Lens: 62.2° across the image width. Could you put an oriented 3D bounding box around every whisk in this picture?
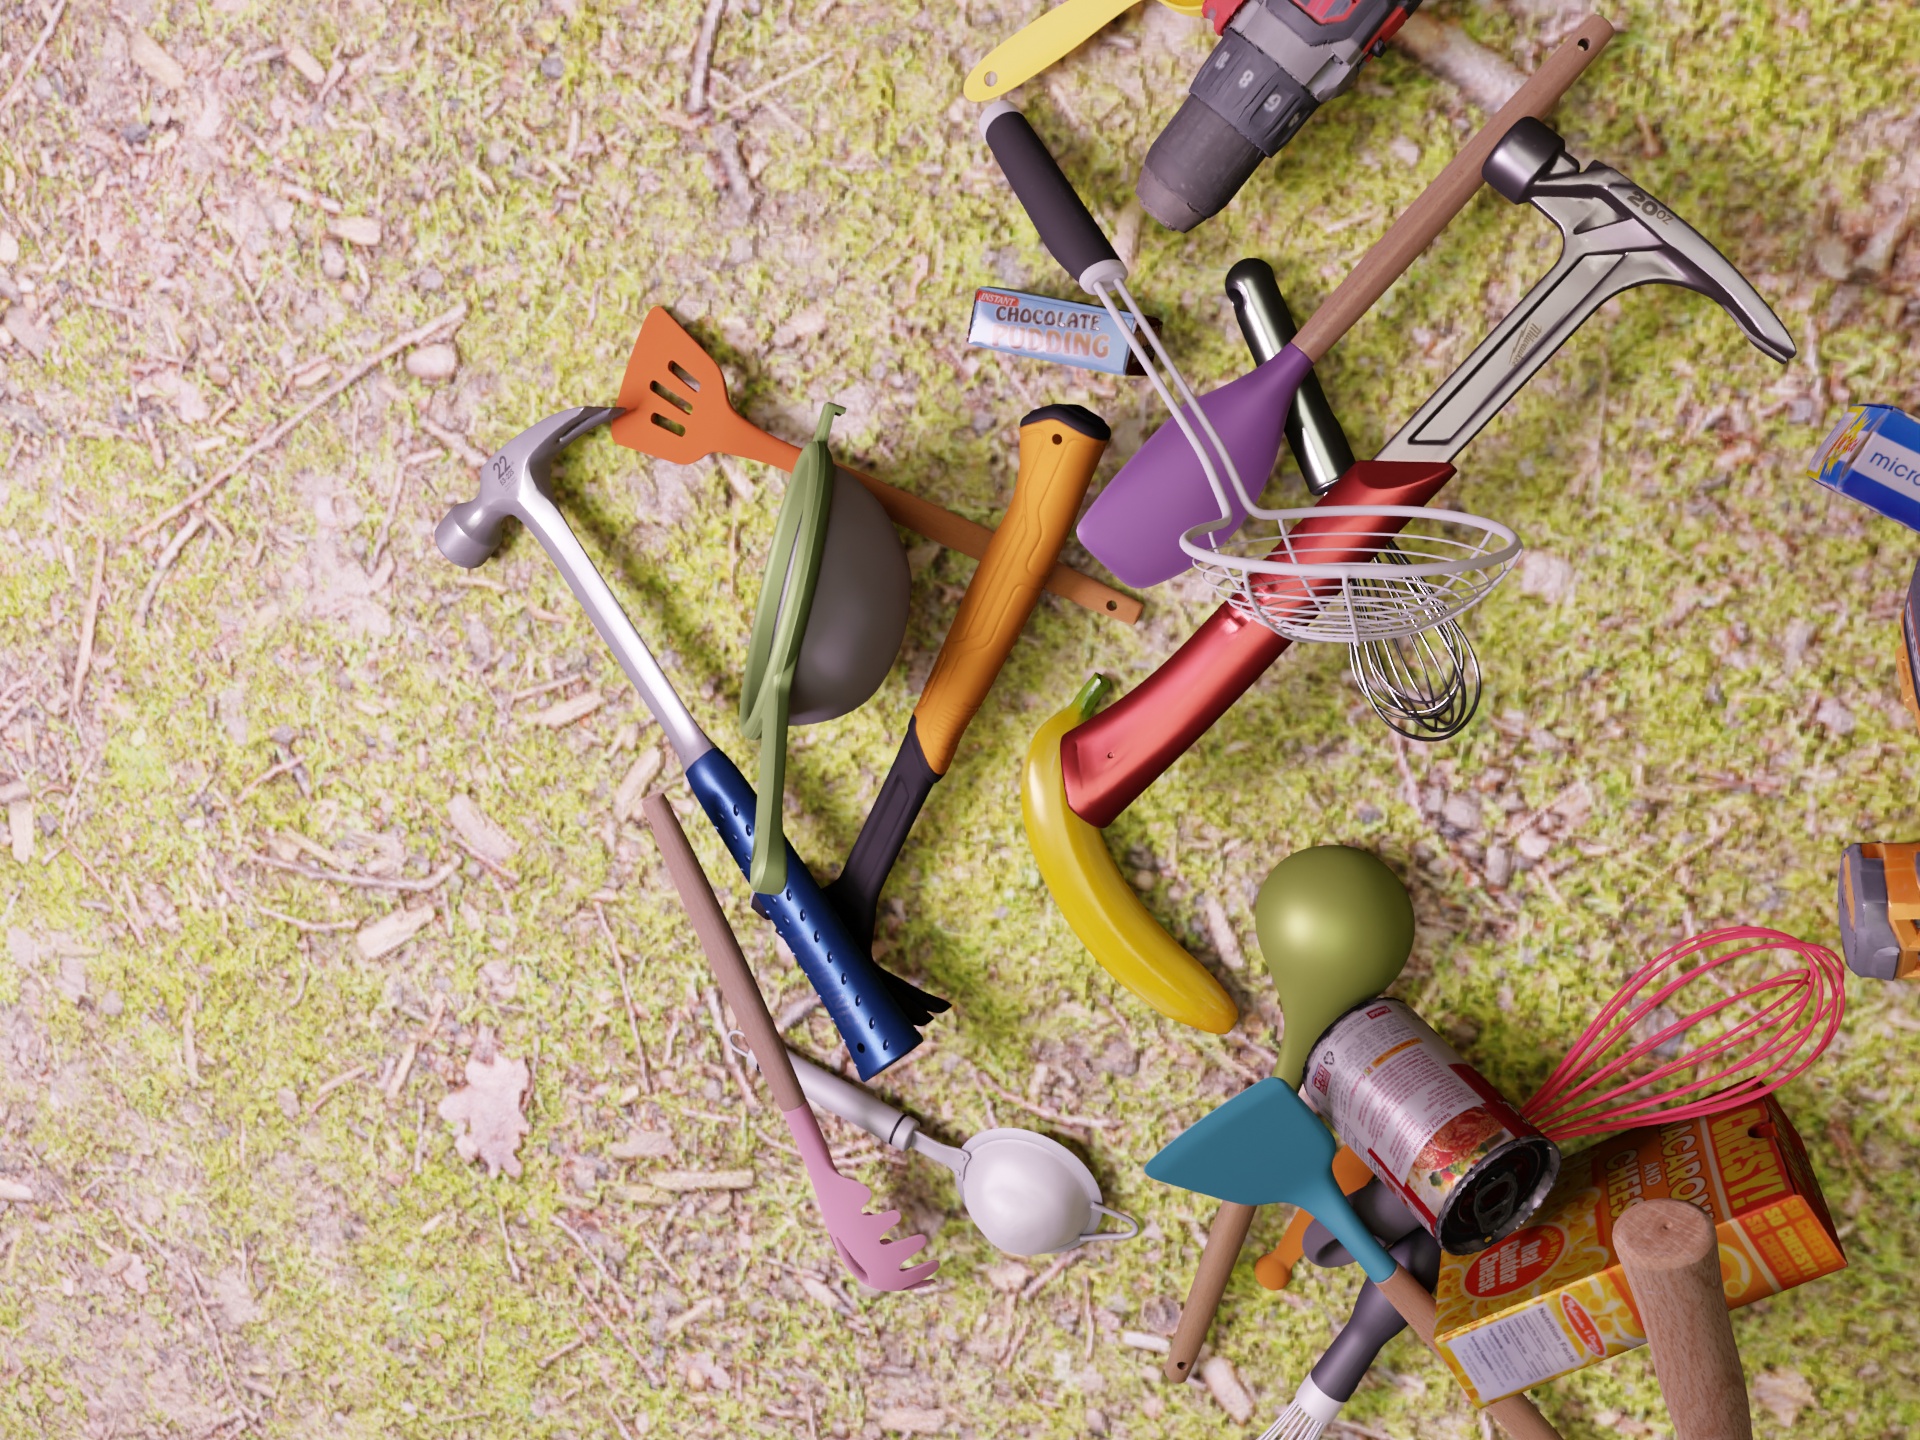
[{"bbox_3d":[0.279,0.187,0.755,0.295,0.073,0.073,-41,84,26],"label":"whisk"},{"bbox_3d":[0.173,0.378,0.834,0.070,0.070,0.284,32,103,12],"label":"whisk"},{"bbox_3d":[0.181,-0.105,0.751,0.059,0.058,0.246,-22,88,-12],"label":"whisk"}]

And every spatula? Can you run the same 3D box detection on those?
[{"bbox_3d":[0.222,0.293,0.771,0.082,0.044,0.317,-41,97,18],"label":"spatula"},{"bbox_3d":[0.174,-0.184,0.719,0.060,0.018,0.316,42,104,1],"label":"spatula"},{"bbox_3d":[-0.050,-0.124,0.843,0.322,0.041,0.081,26,108,10],"label":"spatula"}]

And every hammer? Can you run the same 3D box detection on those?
[{"bbox_3d":[-0.001,-0.003,0.817,0.127,0.034,0.336,34,114,20],"label":"hammer"},{"bbox_3d":[0.322,0.297,0.677,0.130,0.031,0.331,-20,129,12],"label":"hammer"},{"bbox_3d":[-0.143,0.010,0.862,0.144,0.035,0.406,-40,78,29],"label":"hammer"},{"bbox_3d":[0.179,-0.079,0.709,0.149,0.036,0.359,45,107,11],"label":"hammer"}]

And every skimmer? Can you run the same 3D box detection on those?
[{"bbox_3d":[0.098,-0.172,0.679,0.364,0.127,0.090,64,151,28],"label":"skimmer"}]

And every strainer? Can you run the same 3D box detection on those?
[{"bbox_3d":[-0.060,-0.020,0.755,0.069,0.257,0.151,12,135,-14],"label":"strainer"},{"bbox_3d":[-0.025,0.237,0.890,0.258,0.050,0.086,24,122,18],"label":"strainer"}]

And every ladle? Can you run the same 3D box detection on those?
[{"bbox_3d":[0.155,0.211,0.821,0.078,0.062,0.320,14,112,0],"label":"ladle"}]

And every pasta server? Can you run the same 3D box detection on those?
[{"bbox_3d":[-0.095,0.180,0.859,0.060,0.040,0.316,-6,110,58],"label":"pasta server"}]

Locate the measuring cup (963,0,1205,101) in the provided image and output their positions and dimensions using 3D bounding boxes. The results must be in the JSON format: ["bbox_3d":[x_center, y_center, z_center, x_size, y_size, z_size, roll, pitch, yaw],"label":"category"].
[{"bbox_3d":[0.071,-0.338,0.757,0.156,0.029,0.062,-24,91,25],"label":"measuring cup"}]

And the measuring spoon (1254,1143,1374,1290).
[{"bbox_3d":[0.188,0.254,0.826,0.021,0.011,0.117,35,109,12],"label":"measuring spoon"}]

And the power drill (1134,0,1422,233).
[{"bbox_3d":[0.086,-0.347,0.694,0.227,0.080,0.188,42,111,6],"label":"power drill"}]

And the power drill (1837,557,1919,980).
[{"bbox_3d":[0.445,0.029,0.604,0.185,0.084,0.226,-2,140,22],"label":"power drill"}]
